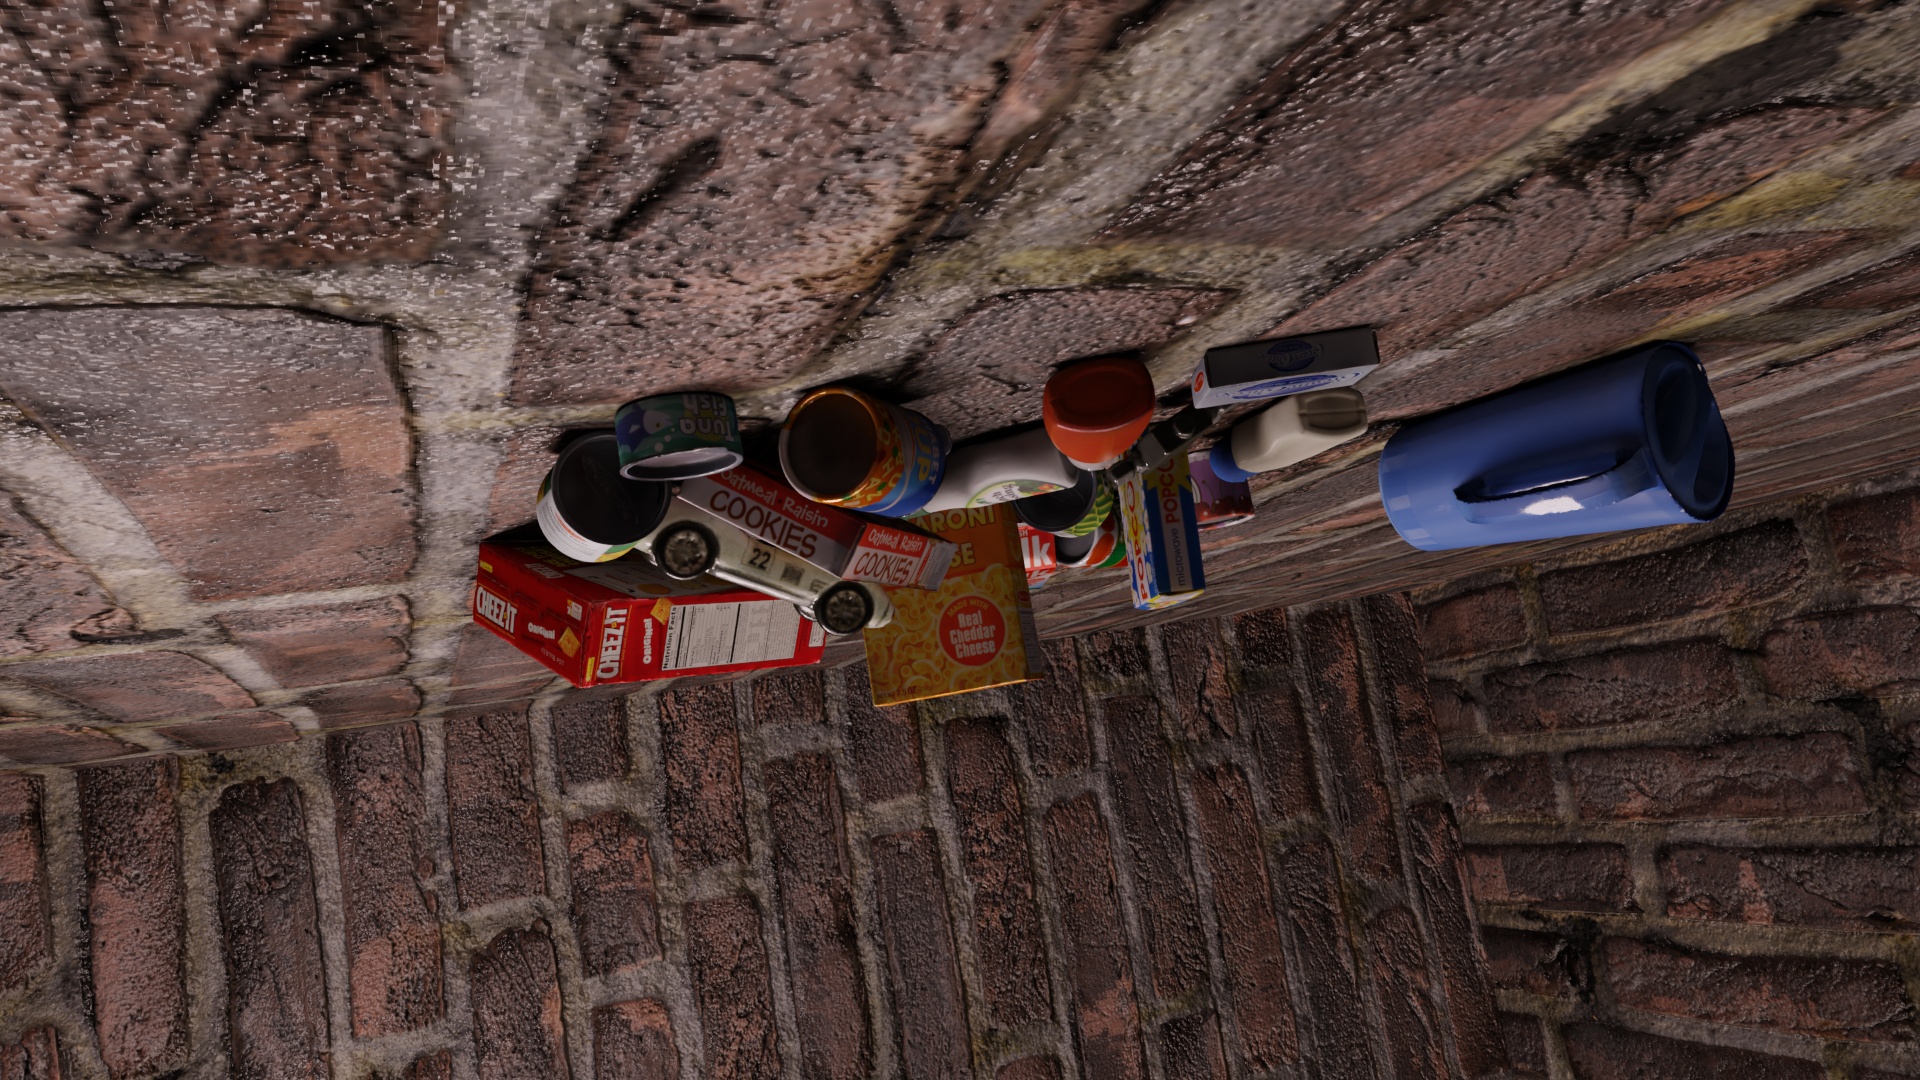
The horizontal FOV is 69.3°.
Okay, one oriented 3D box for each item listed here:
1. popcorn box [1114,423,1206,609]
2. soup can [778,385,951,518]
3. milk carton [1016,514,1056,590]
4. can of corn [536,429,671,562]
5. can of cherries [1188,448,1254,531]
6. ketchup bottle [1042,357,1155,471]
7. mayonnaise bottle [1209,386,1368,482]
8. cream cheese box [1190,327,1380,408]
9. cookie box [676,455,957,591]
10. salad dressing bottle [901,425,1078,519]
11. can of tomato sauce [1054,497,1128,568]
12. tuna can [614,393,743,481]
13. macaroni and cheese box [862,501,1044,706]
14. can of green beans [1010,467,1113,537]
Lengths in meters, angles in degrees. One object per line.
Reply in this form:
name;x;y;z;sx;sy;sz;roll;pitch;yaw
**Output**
popcorn box;0.146;-0.016;1.026;0.038;0.127;0.085;-6;171;-4
soup can;-0.052;-0.051;0.787;0.071;0.071;0.084;-13;170;21
milk carton;0.039;0.002;1.214;0.072;0.073;0.190;-9;171;-4
can of corn;-0.203;-0.026;0.795;0.071;0.071;0.058;-5;171;-27
can of cherries;0.205;-0.041;1.158;0.071;0.058;0.071;-10;172;-1
ketchup bottle;0.083;-0.073;0.858;0.065;0.043;0.148;-9;172;2
mayonnaise bottle;0.233;-0.076;1.022;0.065;0.041;0.147;-5;172;-19
cream cheese box;0.194;-0.104;0.840;0.104;0.024;0.053;-9;173;-2
cookie box;-0.087;-0.012;0.895;0.123;0.040;0.167;25;-177;19
salad dressing bottle;0.007;-0.044;0.971;0.147;0.044;0.064;-13;170;23
can of tomato sauce;0.125;-0.009;1.269;0.071;0.071;0.083;-17;168;40
tuna can;-0.151;-0.056;0.751;0.071;0.033;0.071;-9;172;-1
macaroni and cheese box;-0.014;0.030;1.026;0.123;0.166;0.040;-12;171;19
can of green beans;0.075;-0.037;1.018;0.071;0.071;0.058;-12;172;17
